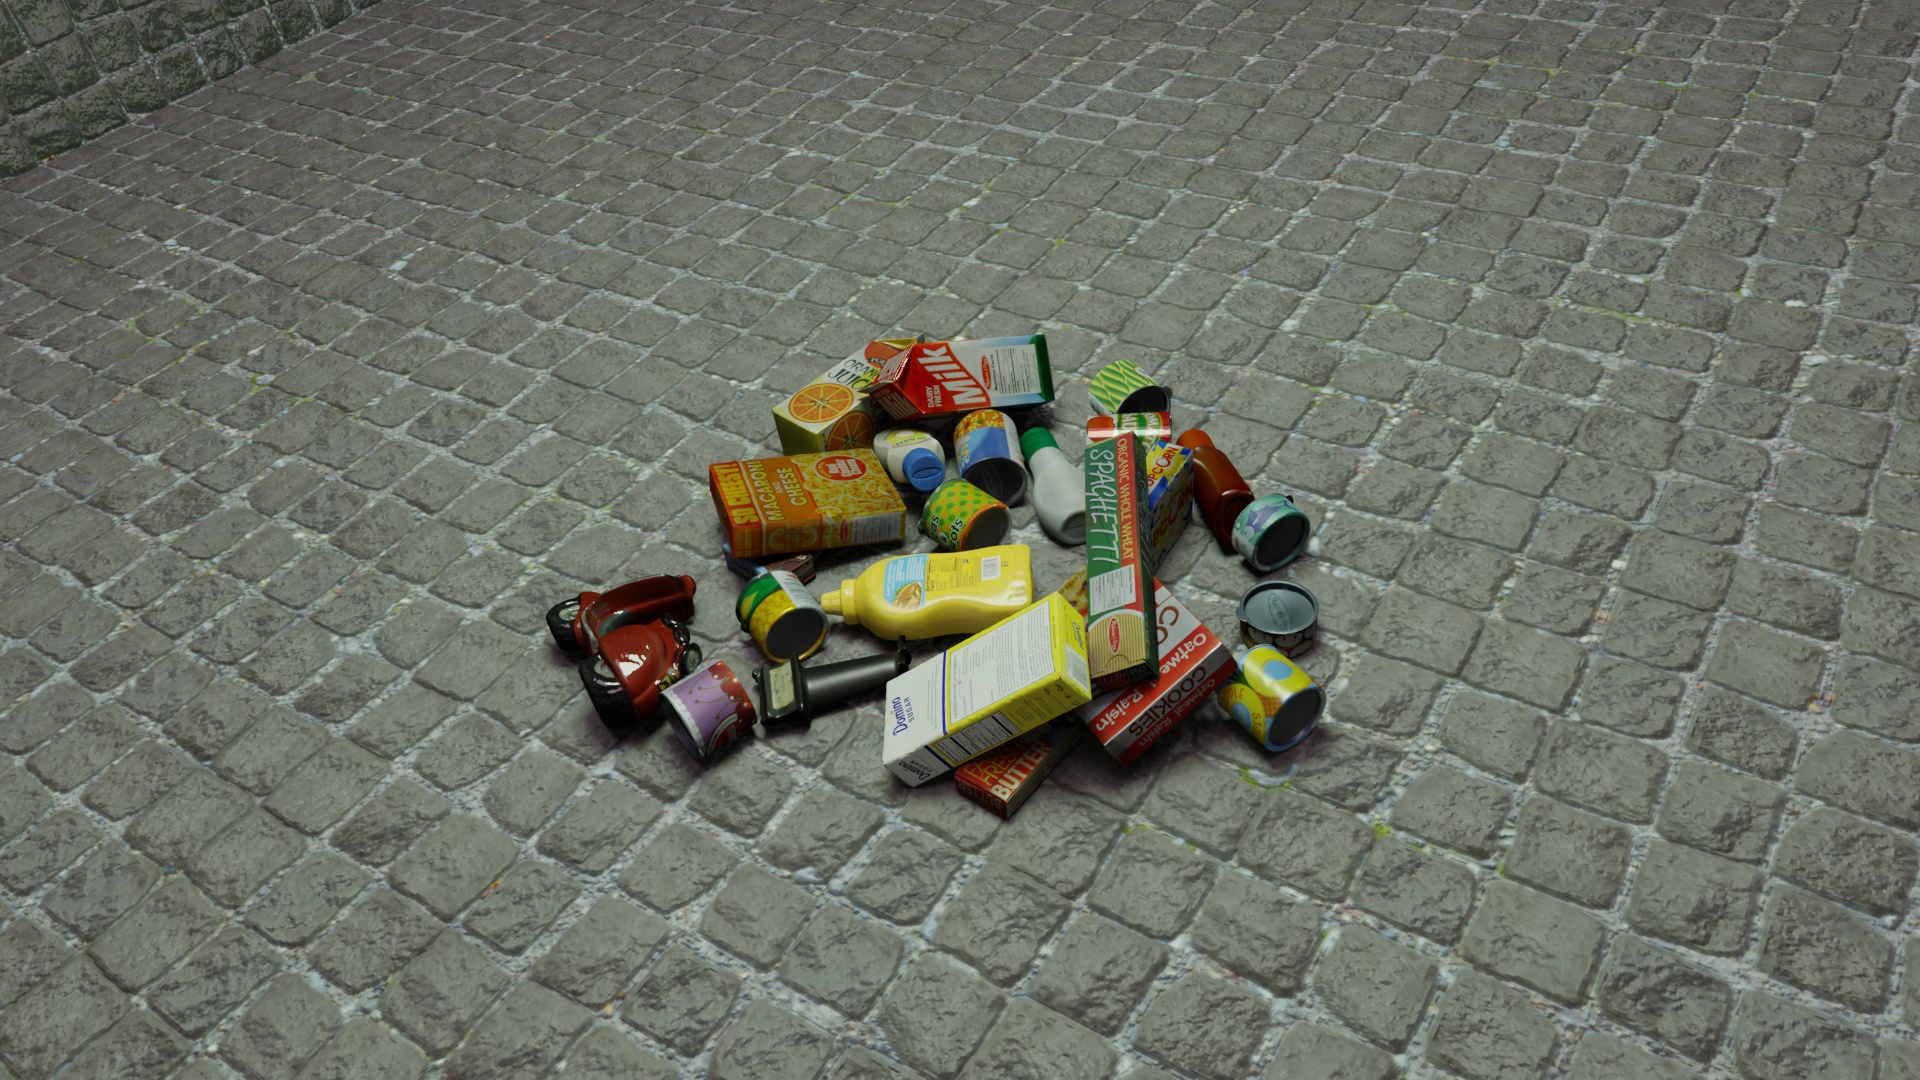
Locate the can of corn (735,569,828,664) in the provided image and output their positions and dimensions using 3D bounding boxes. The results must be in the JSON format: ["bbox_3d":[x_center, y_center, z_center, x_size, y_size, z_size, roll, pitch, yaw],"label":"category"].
[{"bbox_3d":[-0.161,0.071,1.244,0.071,0.070,0.058,-26,44,-19],"label":"can of corn"}]

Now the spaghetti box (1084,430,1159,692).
[{"bbox_3d":[0.133,0.011,1.157,0.050,0.028,0.251,-19,45,24],"label":"spaghetti box"}]

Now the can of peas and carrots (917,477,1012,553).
[{"bbox_3d":[0.005,-0.016,1.312,0.071,0.070,0.059,-35,48,-27],"label":"can of peas and carrots"}]

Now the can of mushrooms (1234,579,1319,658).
[{"bbox_3d":[0.271,0.068,1.193,0.071,0.033,0.071,-5,42,4],"label":"can of mushrooms"}]

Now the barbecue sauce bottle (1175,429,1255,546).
[{"bbox_3d":[0.241,-0.057,1.323,0.044,0.064,0.149,-10,32,-3],"label":"barbecue sauce bottle"}]

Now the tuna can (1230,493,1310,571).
[{"bbox_3d":[0.282,-0.008,1.252,0.071,0.070,0.033,-24,44,-17],"label":"tuna can"}]

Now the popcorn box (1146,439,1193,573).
[{"bbox_3d":[0.171,-0.020,1.272,0.038,0.084,0.127,18,47,27],"label":"popcorn box"}]

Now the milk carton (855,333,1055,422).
[{"bbox_3d":[-0.007,-0.164,1.423,0.191,0.073,0.072,-8,-1,-25],"label":"milk carton"}]

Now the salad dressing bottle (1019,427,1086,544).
[{"bbox_3d":[0.095,-0.057,1.361,0.064,0.043,0.148,-15,40,-6],"label":"salad dressing bottle"}]

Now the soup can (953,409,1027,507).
[{"bbox_3d":[0.026,-0.080,1.382,0.071,0.071,0.084,-9,40,0],"label":"soup can"}]

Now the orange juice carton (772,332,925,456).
[{"bbox_3d":[-0.101,-0.147,1.477,0.073,0.071,0.193,28,53,34],"label":"orange juice carton"}]

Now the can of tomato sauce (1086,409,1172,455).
[{"bbox_3d":[0.167,-0.094,1.369,0.083,0.070,0.071,-2,41,9],"label":"can of tomato sauce"}]

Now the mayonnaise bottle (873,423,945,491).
[{"bbox_3d":[-0.046,-0.082,1.375,0.065,0.041,0.148,-13,17,-8],"label":"mayonnaise bottle"}]

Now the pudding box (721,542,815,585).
[{"bbox_3d":[-0.184,0.020,1.331,0.050,0.030,0.084,-35,47,-29],"label":"pudding box"}]

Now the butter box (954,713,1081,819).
[{"bbox_3d":[0.047,0.173,1.120,0.053,0.024,0.104,24,51,32],"label":"butter box"}]

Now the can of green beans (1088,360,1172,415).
[{"bbox_3d":[0.173,-0.144,1.428,0.071,0.071,0.058,-21,42,-14],"label":"can of green beans"}]

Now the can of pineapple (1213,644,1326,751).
[{"bbox_3d":[0.246,0.126,1.106,0.071,0.070,0.058,-27,44,-20],"label":"can of pineapple"}]

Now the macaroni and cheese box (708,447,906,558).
[{"bbox_3d":[-0.151,-0.037,1.351,0.167,0.040,0.124,-7,34,-18],"label":"macaroni and cheese box"}]

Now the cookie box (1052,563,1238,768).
[{"bbox_3d":[0.132,0.090,1.144,0.123,0.040,0.168,-42,40,1],"label":"cookie box"}]

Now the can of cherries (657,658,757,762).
[{"bbox_3d":[-0.211,0.144,1.170,0.058,0.071,0.071,-31,46,-24],"label":"can of cherries"}]
